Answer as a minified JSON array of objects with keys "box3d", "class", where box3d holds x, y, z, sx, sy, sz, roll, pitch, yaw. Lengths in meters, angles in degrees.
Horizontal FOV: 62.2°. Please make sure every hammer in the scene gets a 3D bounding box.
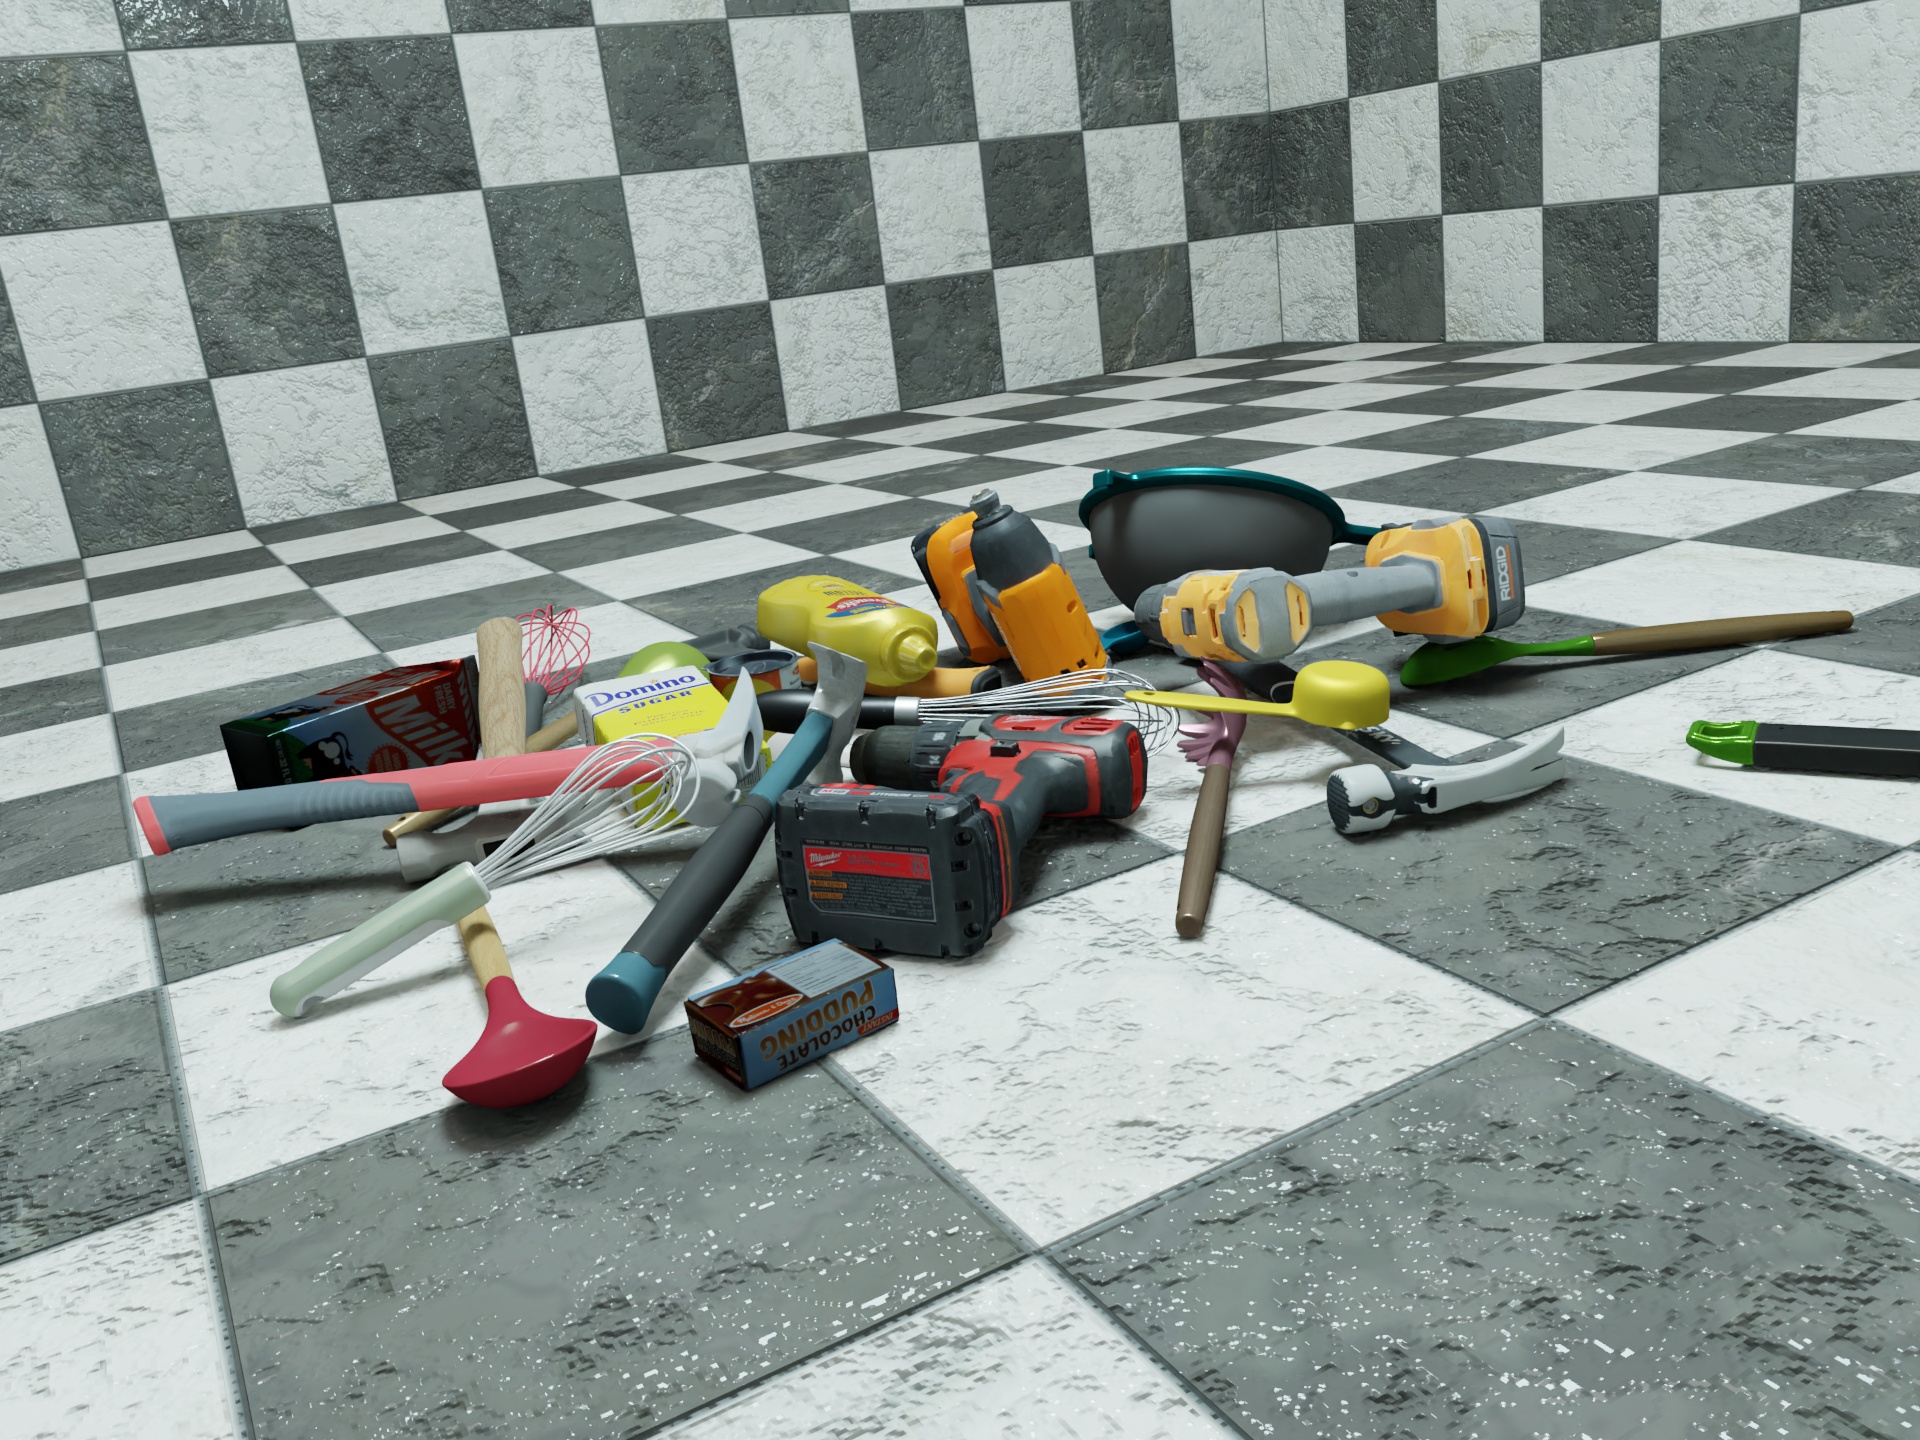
[{"box3d":[-0.116,0.060,0.863,0.033,0.128,0.331,20,30,6],"class":"hammer"},{"box3d":[-0.314,0.033,0.977,0.386,0.038,0.143,-7,28,6],"class":"hammer"},{"box3d":[-0.106,-0.039,1.264,0.337,0.034,0.127,9,22,41],"class":"hammer"},{"box3d":[0.234,-0.015,1.052,0.149,0.036,0.409,-9,17,-11],"class":"hammer"},{"box3d":[-0.315,0.004,1.105,0.130,0.031,0.332,-12,29,-10],"class":"hammer"}]

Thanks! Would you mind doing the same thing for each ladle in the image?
[{"box3d":[-0.237,0.126,0.801,0.069,0.031,0.316,-18,18,-19],"class":"ladle"},{"box3d":[-0.291,0.020,1.159,0.078,0.062,0.320,6,28,31],"class":"ladle"}]

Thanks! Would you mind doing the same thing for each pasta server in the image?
[{"box3d":[0.137,0.040,0.909,0.040,0.060,0.316,18,25,6],"class":"pasta server"}]

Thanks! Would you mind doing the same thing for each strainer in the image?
[{"box3d":[0.259,-0.116,1.261,0.340,0.095,0.211,6,-11,5],"class":"strainer"}]

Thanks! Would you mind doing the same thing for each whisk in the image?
[{"box3d":[-0.002,-0.004,1.025,0.284,0.070,0.070,2,18,8],"class":"whisk"},{"box3d":[-0.347,-0.028,1.298,0.073,0.073,0.296,-8,24,-4],"class":"whisk"},{"box3d":[-0.246,0.081,0.835,0.246,0.059,0.057,-33,-16,-17],"class":"whisk"}]

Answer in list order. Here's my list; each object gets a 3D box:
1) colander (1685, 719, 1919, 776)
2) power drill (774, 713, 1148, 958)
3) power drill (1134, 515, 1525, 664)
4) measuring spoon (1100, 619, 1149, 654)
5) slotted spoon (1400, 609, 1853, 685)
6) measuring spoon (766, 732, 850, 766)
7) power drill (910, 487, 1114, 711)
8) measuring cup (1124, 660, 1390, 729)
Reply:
[{"box3d":[0.582,-0.012,0.799,0.397,0.094,0.204,4,20,32],"class":"colander"},{"box3d":[-0.016,0.048,0.886,0.188,0.080,0.227,2,16,27],"class":"power drill"},{"box3d":[0.241,-0.085,1.091,0.226,0.084,0.185,-11,7,-16],"class":"power drill"},{"box3d":[0.108,-0.045,1.241,0.042,0.021,0.128,-2,25,45],"class":"measuring spoon"},{"box3d":[0.463,-0.056,1.106,0.313,0.031,0.070,-6,12,0],"class":"slotted spoon"},{"box3d":[-0.084,0.019,1.094,0.124,0.018,0.034,5,21,33],"class":"measuring spoon"},{"box3d":[0.031,-0.105,1.200,0.084,0.164,0.227,-29,17,-6],"class":"power drill"},{"box3d":[0.176,-0.020,0.942,0.156,0.029,0.062,4,19,3],"class":"measuring cup"}]
